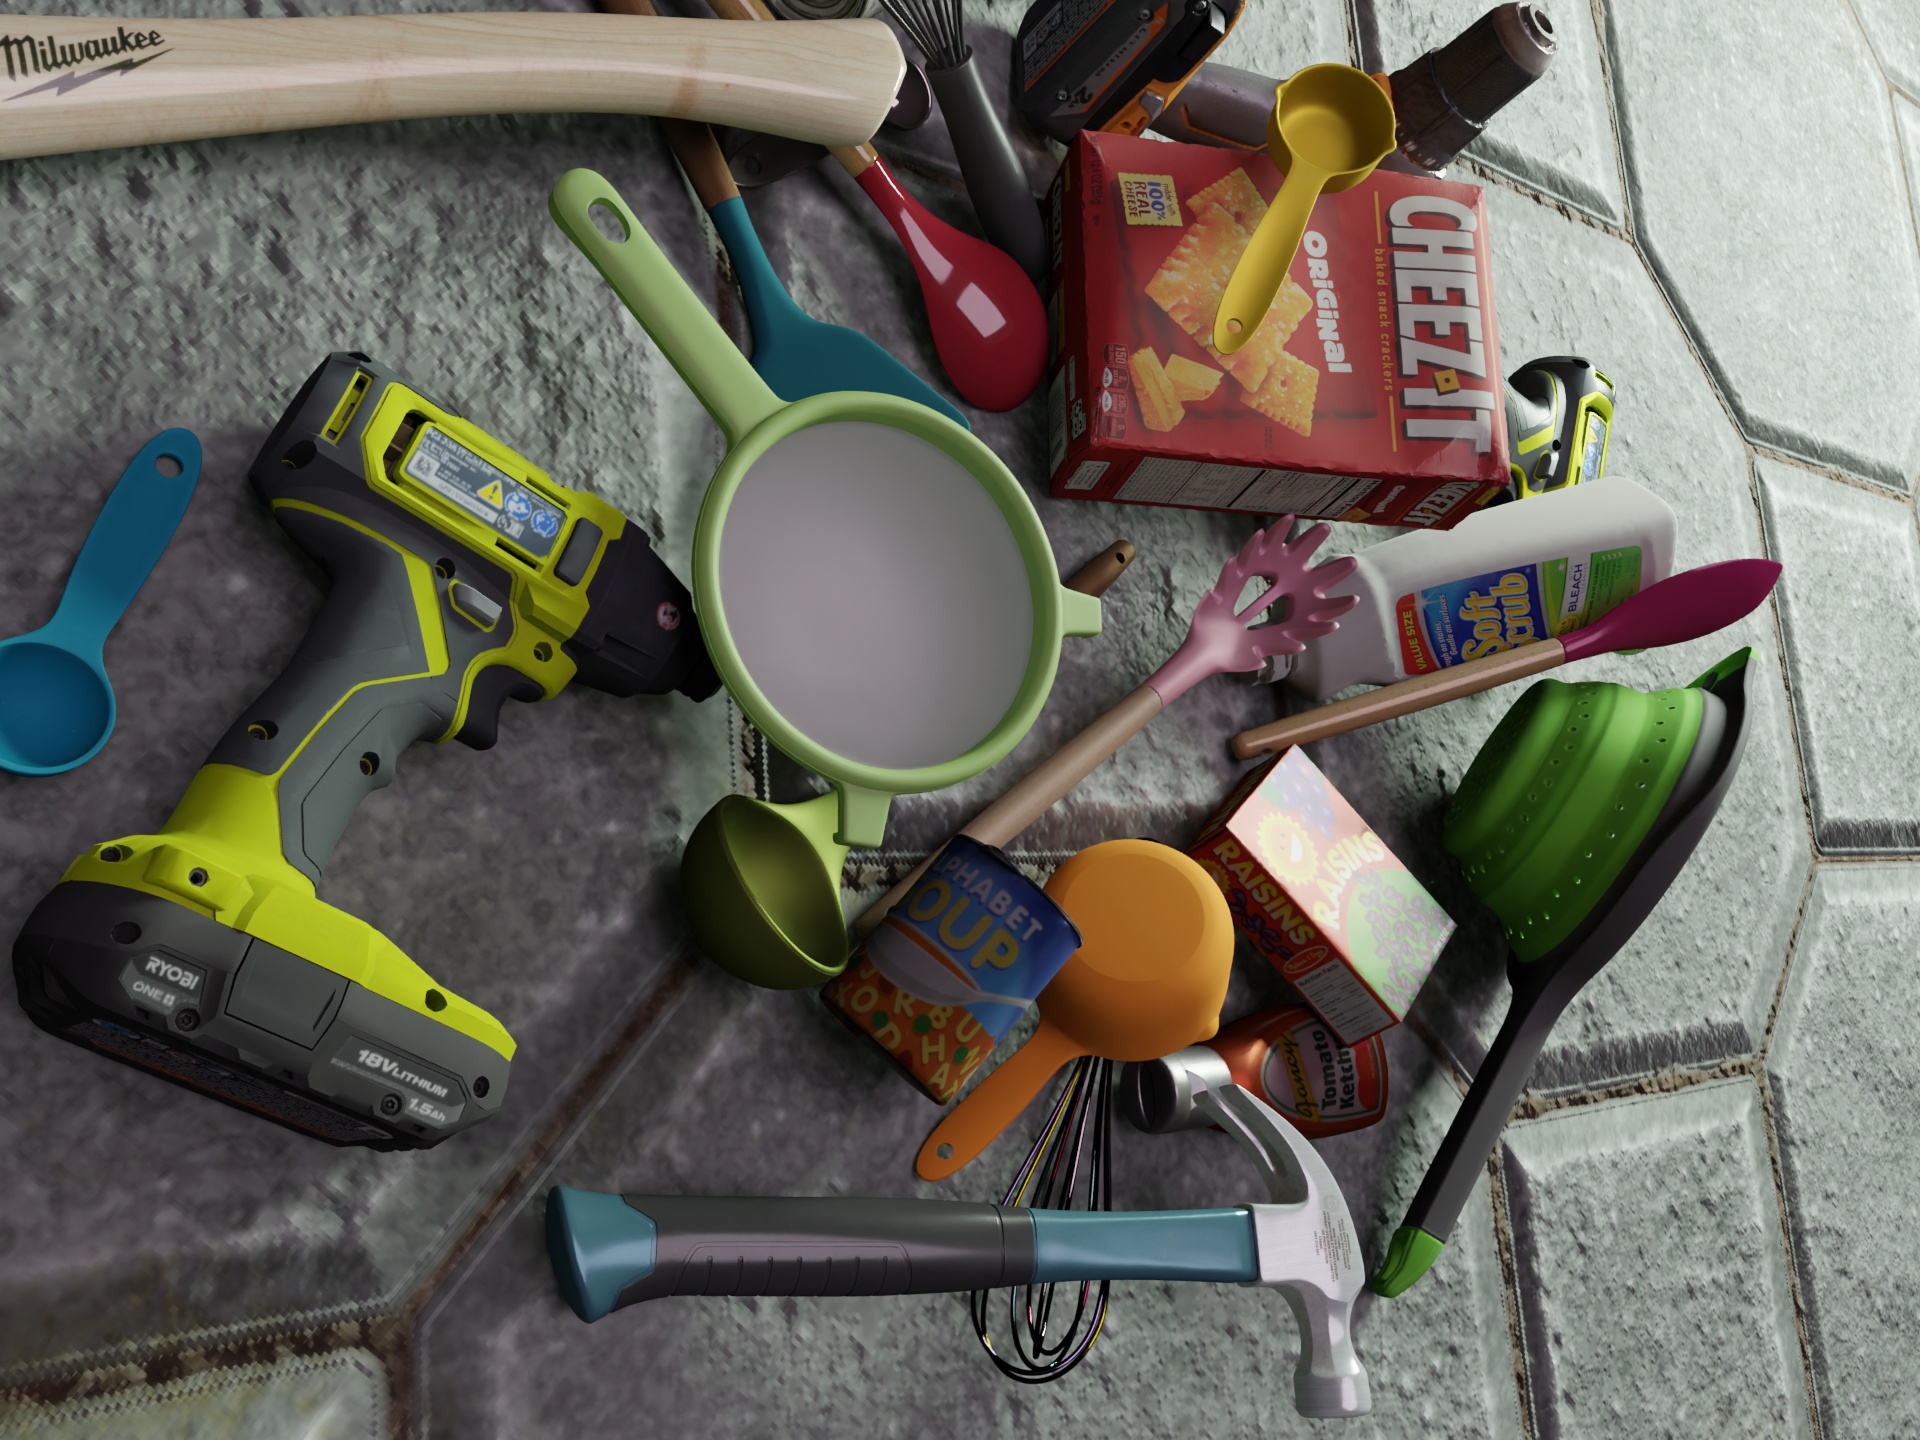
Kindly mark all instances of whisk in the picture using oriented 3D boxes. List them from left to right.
[{"bbox_3d":[-0.002,-0.282,0.685,0.055,0.055,0.238,-67,148,-28],"label":"whisk"},{"bbox_3d":[0.060,0.161,0.687,0.051,0.047,0.245,35,57,-27],"label":"whisk"}]

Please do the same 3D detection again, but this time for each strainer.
[{"bbox_3d":[-0.072,-0.083,0.592,0.151,0.069,0.256,-44,101,-30],"label":"strainer"}]

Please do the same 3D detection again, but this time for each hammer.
[{"bbox_3d":[-0.197,-0.232,0.543,0.410,0.038,0.146,-17,90,-34],"label":"hammer"},{"bbox_3d":[0.012,0.199,0.596,0.330,0.033,0.128,8,66,-24],"label":"hammer"}]

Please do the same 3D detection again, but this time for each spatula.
[{"bbox_3d":[-0.104,-0.237,0.644,0.082,0.044,0.317,-29,97,-18],"label":"spatula"}]

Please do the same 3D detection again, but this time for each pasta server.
[{"bbox_3d":[0.072,0.001,0.714,0.316,0.040,0.060,-37,89,-30],"label":"pasta server"}]

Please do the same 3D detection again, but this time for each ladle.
[{"bbox_3d":[-0.057,-0.260,0.684,0.315,0.031,0.069,47,63,-25],"label":"ladle"},{"bbox_3d":[-0.001,-0.002,0.667,0.078,0.062,0.320,54,50,-9],"label":"ladle"}]

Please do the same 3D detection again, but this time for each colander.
[{"bbox_3d":[0.287,0.110,0.850,0.094,0.204,0.397,31,74,8],"label":"colander"}]

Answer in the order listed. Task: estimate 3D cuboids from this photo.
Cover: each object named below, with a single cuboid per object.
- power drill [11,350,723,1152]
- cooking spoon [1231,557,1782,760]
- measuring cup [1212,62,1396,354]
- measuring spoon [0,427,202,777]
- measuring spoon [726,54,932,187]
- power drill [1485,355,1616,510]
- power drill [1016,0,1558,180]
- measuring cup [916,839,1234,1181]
[{"bbox_3d":[-0.173,0.014,0.509,0.171,0.080,0.223,34,57,-29],"label":"power drill"},{"bbox_3d":[0.290,-0.029,0.833,0.319,0.068,0.017,-16,56,-10],"label":"cooking spoon"},{"bbox_3d":[0.150,-0.232,0.737,0.062,0.029,0.156,27,80,0],"label":"measuring cup"},{"bbox_3d":[-0.265,-0.038,0.487,0.042,0.021,0.129,30,53,-28],"label":"measuring spoon"},{"bbox_3d":[-0.061,-0.263,0.708,0.124,0.018,0.034,-39,112,-31],"label":"measuring spoon"},{"bbox_3d":[0.299,-0.149,0.929,0.228,0.080,0.191,22,77,-39],"label":"power drill"},{"bbox_3d":[0.165,-0.324,0.795,0.226,0.185,0.084,15,61,-33],"label":"power drill"},{"bbox_3d":[0.043,0.119,0.657,0.095,0.052,0.173,38,64,24],"label":"measuring cup"}]
